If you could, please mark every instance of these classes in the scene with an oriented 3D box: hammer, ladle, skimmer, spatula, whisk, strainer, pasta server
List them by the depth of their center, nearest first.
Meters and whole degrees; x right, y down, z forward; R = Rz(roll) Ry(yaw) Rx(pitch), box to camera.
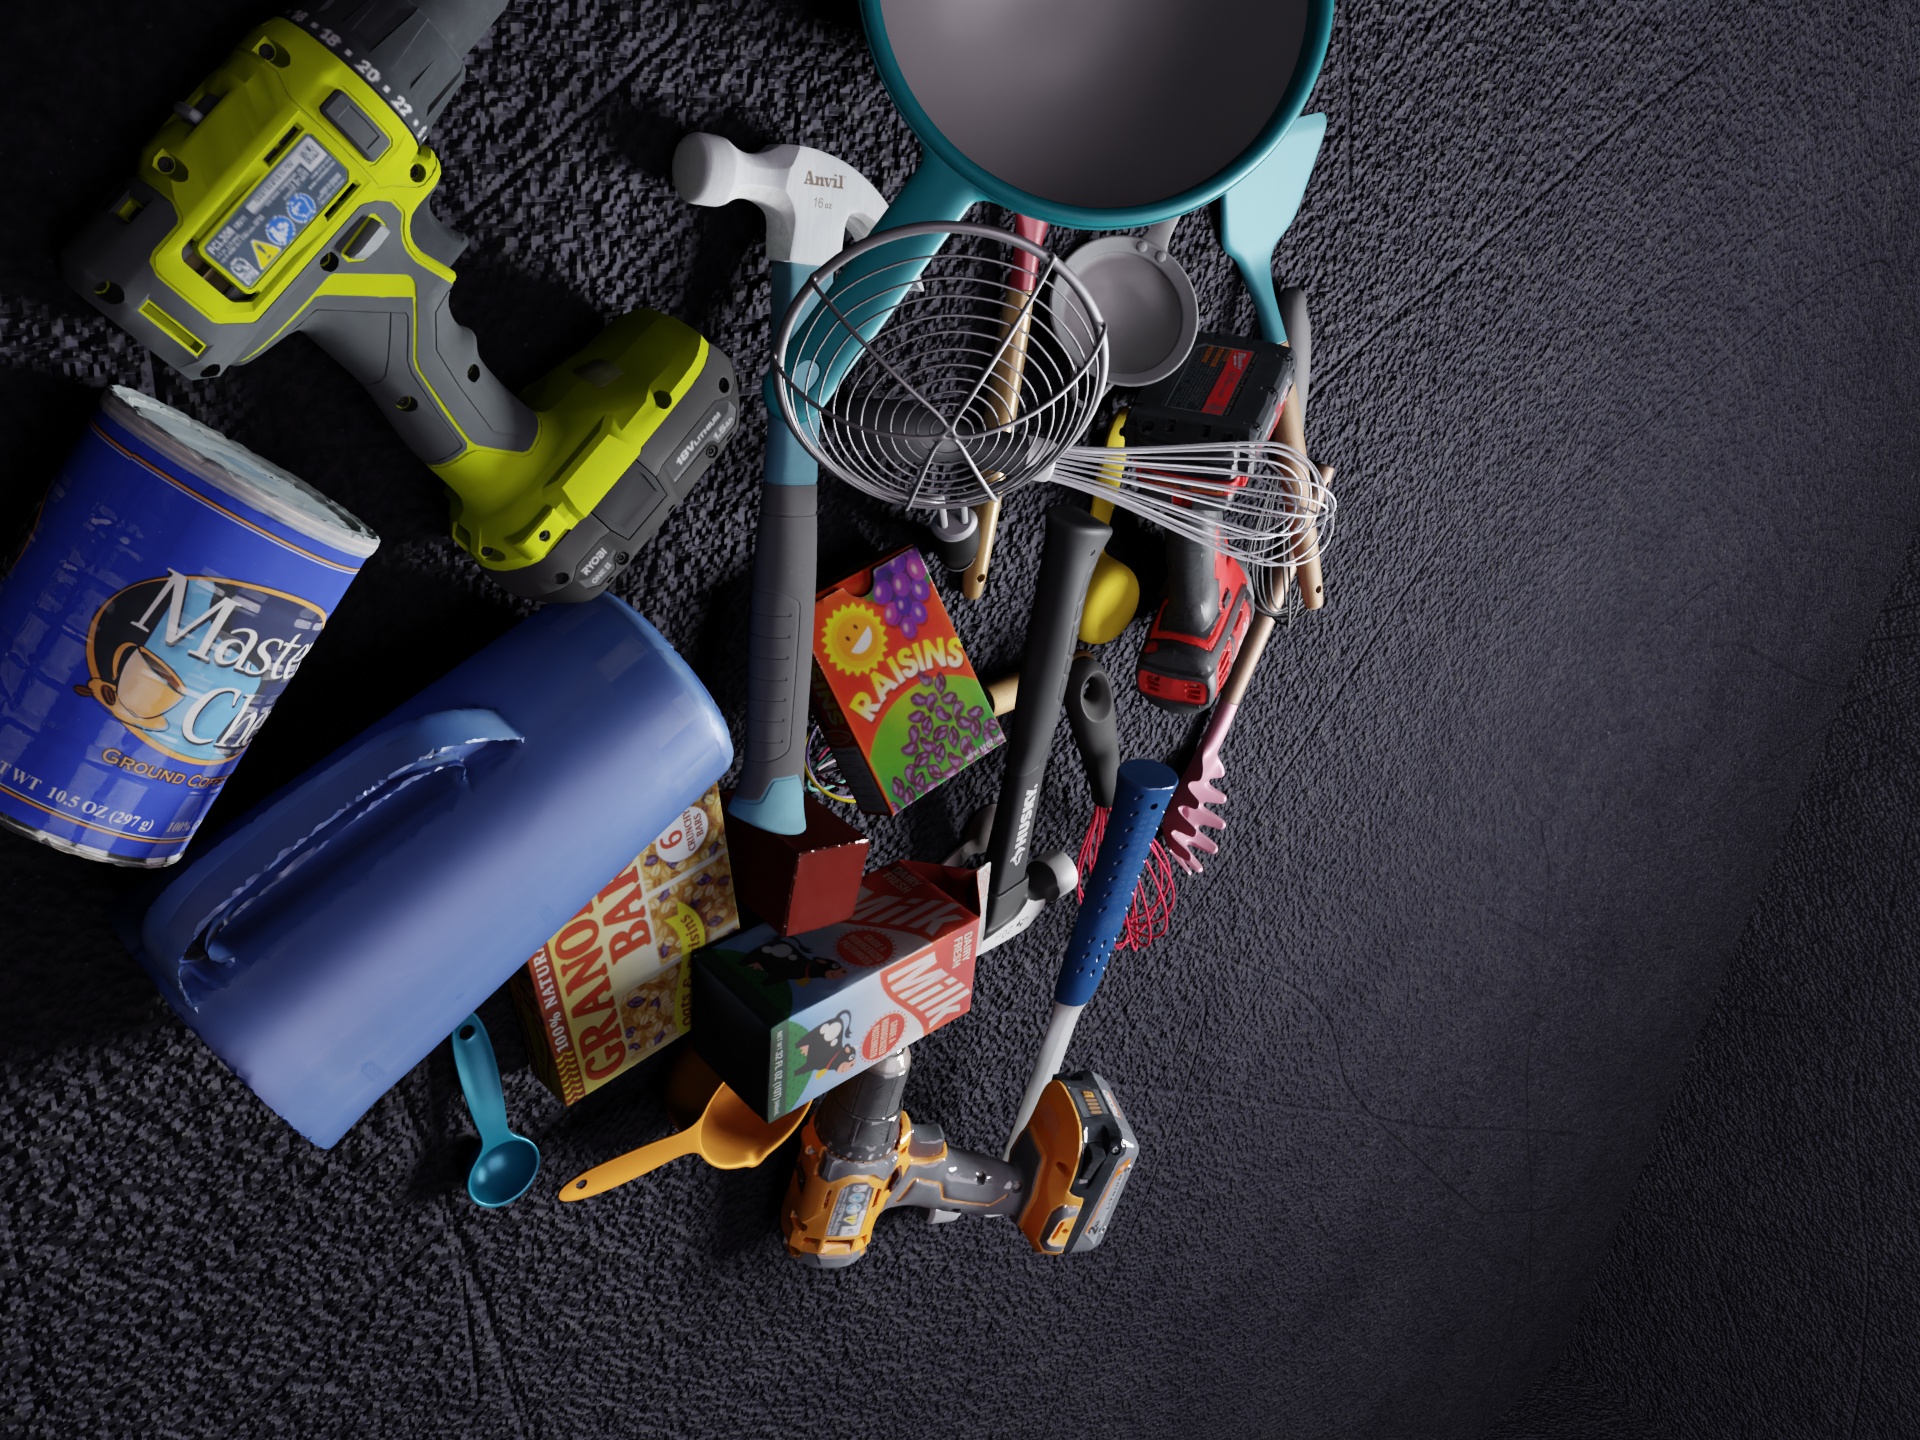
[{"bbox_3d":[0.016,-0.273,0.726,0.211,0.095,0.340,36,92,-11],"label":"strainer"},{"bbox_3d":[-0.006,-0.127,0.731,0.363,0.127,0.090,45,39,-89],"label":"skimmer"},{"bbox_3d":[-0.084,-0.101,0.765,0.128,0.033,0.331,-10,112,-43],"label":"hammer"},{"bbox_3d":[0.070,-0.132,0.844,0.284,0.070,0.070,9,112,-14],"label":"whisk"},{"bbox_3d":[0.030,-0.209,0.863,0.069,0.031,0.315,-10,125,-32],"label":"ladle"},{"bbox_3d":[0.120,-0.288,0.896,0.087,0.050,0.258,27,88,-9],"label":"strainer"},{"bbox_3d":[-0.001,-0.001,0.959,0.245,0.047,0.051,-21,140,-42],"label":"whisk"},{"bbox_3d":[0.038,0.016,0.959,0.146,0.035,0.334,-29,143,-37],"label":"hammer"},{"bbox_3d":[0.209,-0.213,1.007,0.082,0.044,0.317,-28,118,-25],"label":"spatula"},{"bbox_3d":[0.220,-0.173,1.074,0.055,0.055,0.238,-25,125,-34],"label":"whisk"},{"bbox_3d":[0.103,0.064,1.090,0.073,0.073,0.295,-40,140,-22],"label":"whisk"},{"bbox_3d":[0.080,0.203,1.120,0.144,0.035,0.405,1,123,-24],"label":"hammer"},{"bbox_3d":[0.215,-0.036,1.172,0.060,0.040,0.316,-3,117,-60],"label":"pasta server"}]

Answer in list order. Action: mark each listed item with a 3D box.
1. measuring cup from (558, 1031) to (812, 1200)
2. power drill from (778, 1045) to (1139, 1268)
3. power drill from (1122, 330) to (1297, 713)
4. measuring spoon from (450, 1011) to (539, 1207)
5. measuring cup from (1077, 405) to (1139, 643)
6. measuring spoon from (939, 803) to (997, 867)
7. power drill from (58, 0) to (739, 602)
[{"bbox_3d":[-0.166,0.228,0.929,0.173,0.052,0.095,-17,127,-37],"label":"measuring cup"},{"bbox_3d":[0.002,0.284,1.072,0.226,0.084,0.185,5,119,-21],"label":"power drill"},{"bbox_3d":[0.156,-0.125,1.002,0.219,0.078,0.143,85,26,-44],"label":"power drill"},{"bbox_3d":[-0.256,0.203,0.848,0.042,0.021,0.128,-24,122,-34],"label":"measuring spoon"},{"bbox_3d":[0.096,-0.118,0.991,0.062,0.029,0.156,-20,131,-38],"label":"measuring cup"},{"bbox_3d":[-0.008,0.105,1.041,0.124,0.018,0.034,-47,141,-17],"label":"measuring spoon"},{"bbox_3d":[-0.190,-0.169,0.614,0.190,0.080,0.228,-51,139,-7],"label":"power drill"}]
